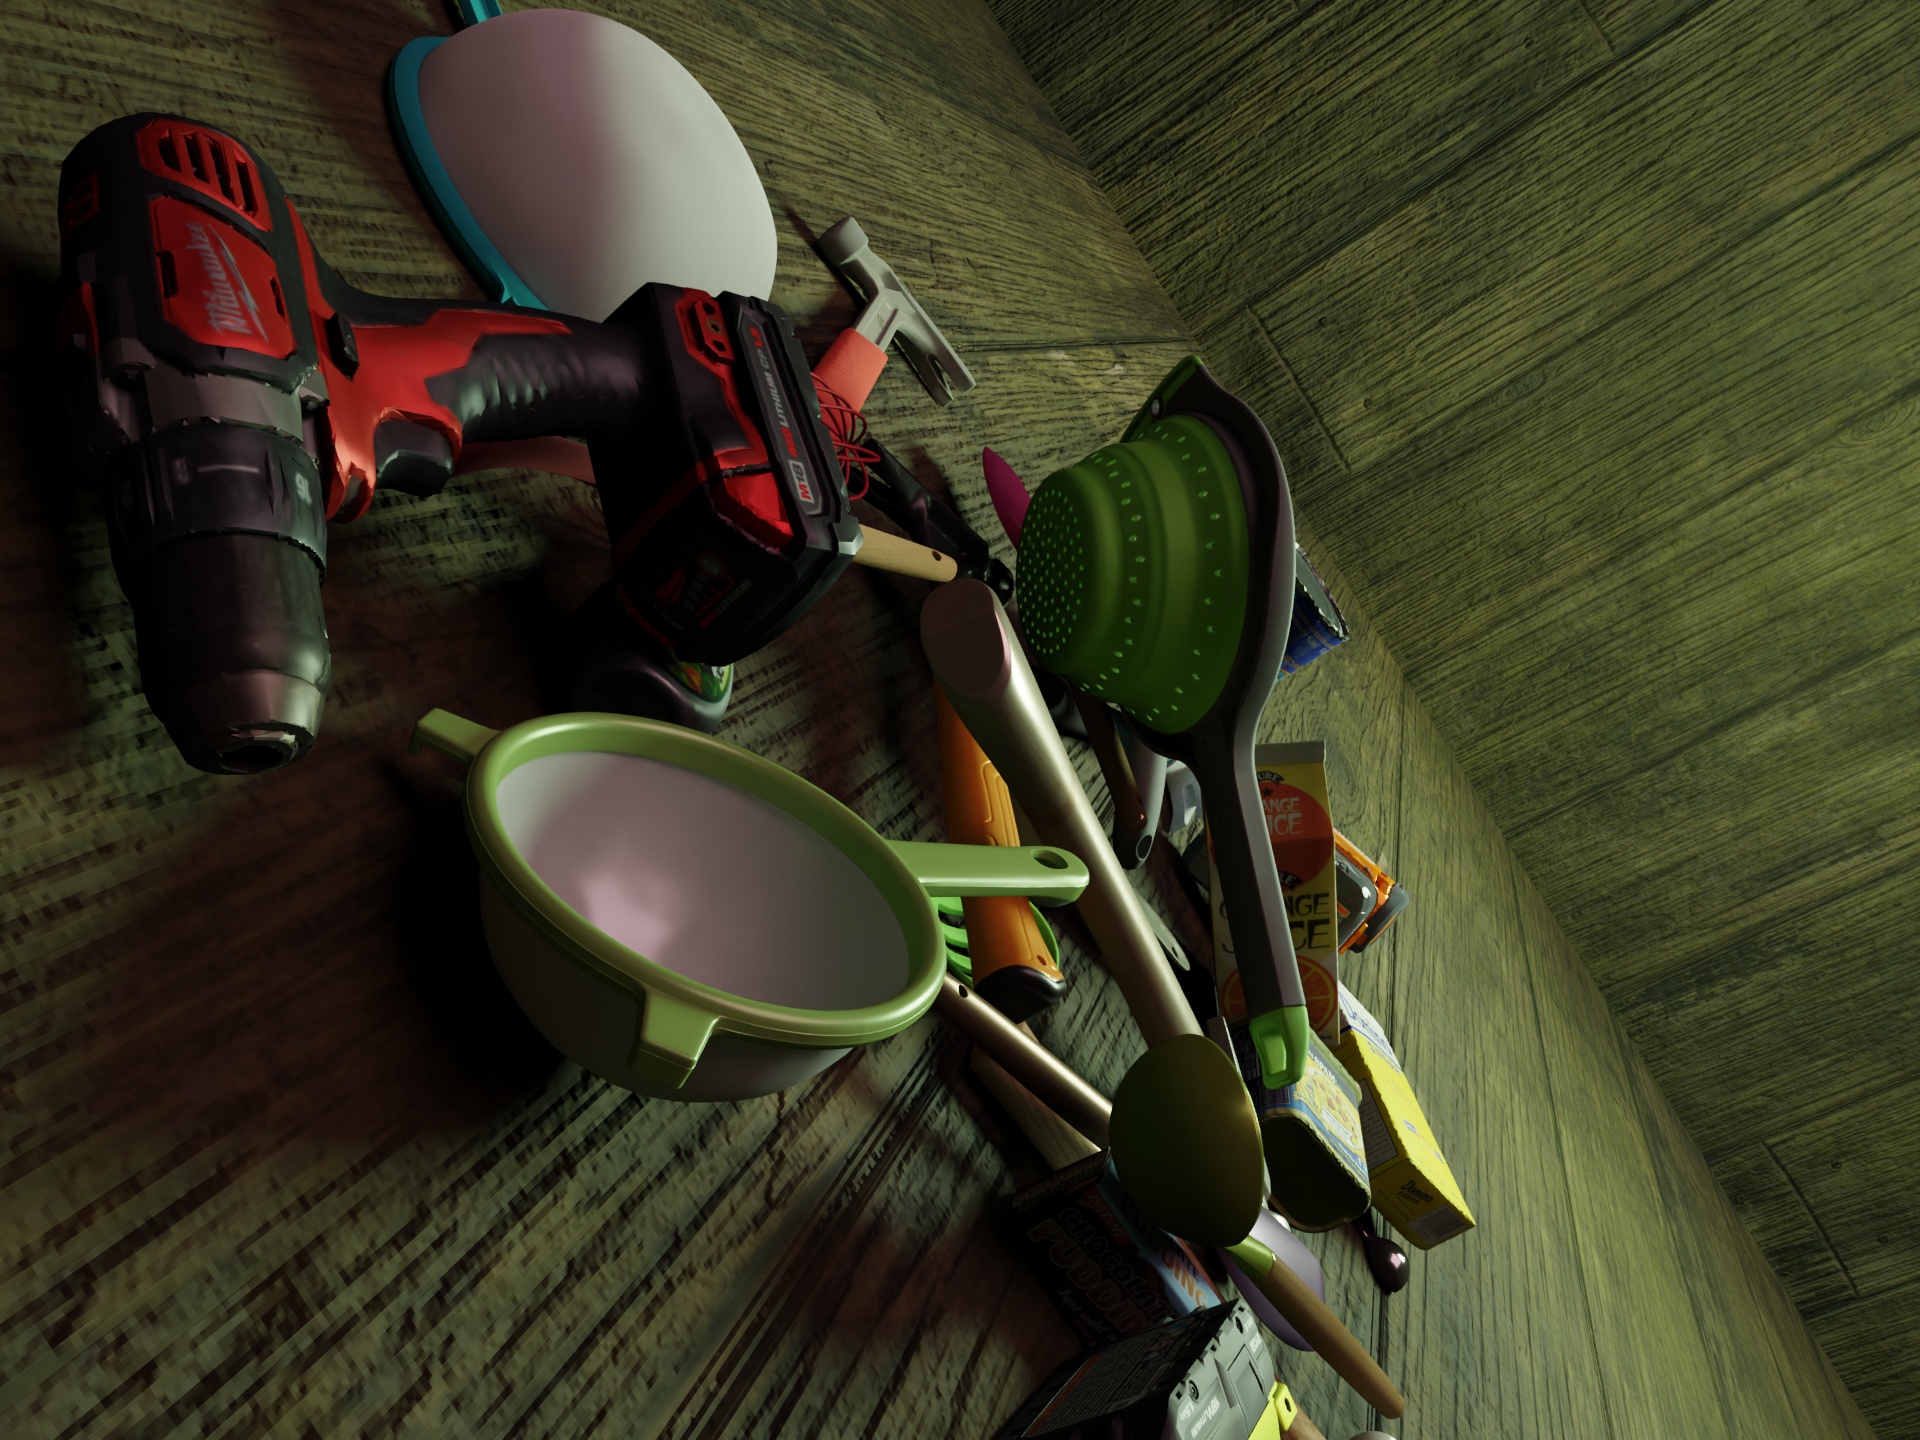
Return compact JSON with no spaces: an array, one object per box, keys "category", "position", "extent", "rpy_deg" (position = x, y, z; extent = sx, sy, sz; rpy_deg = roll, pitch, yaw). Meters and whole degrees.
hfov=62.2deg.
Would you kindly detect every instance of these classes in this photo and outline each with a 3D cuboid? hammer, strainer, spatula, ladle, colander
[{"category":"hammer","position":[-0.001,-0.002,0.750],"extent":[0.127,0.034,0.337],"rpy_deg":[40,26,-35]},{"category":"hammer","position":[0.108,0.267,0.702],"extent":[0.331,0.031,0.130],"rpy_deg":[54,20,-11]},{"category":"hammer","position":[0.082,-0.004,1.021],"extent":[0.330,0.033,0.128],"rpy_deg":[21,41,-58]},{"category":"strainer","position":[-0.050,0.069,0.516],"extent":[0.256,0.069,0.152],"rpy_deg":[6,29,-50]},{"category":"spatula","position":[0.082,0.192,0.679],"extent":[0.315,0.018,0.060],"rpy_deg":[45,34,-32]},{"category":"ladle","position":[-0.115,-0.091,0.610],"extent":[0.315,0.031,0.069],"rpy_deg":[12,54,-44]},{"category":"strainer","position":[-0.179,-0.308,0.761],"extent":[0.211,0.095,0.340],"rpy_deg":[8,55,-64]},{"category":"hammer","position":[0.071,0.090,0.715],"extent":[0.146,0.038,0.410],"rpy_deg":[-99,165,-49]},{"category":"hammer","position":[-0.061,-0.213,0.984],"extent":[0.149,0.036,0.359],"rpy_deg":[51,21,-19]},{"category":"ladle","position":[0.146,0.234,0.680],"extent":[0.319,0.062,0.078],"rpy_deg":[52,4,-40]},{"category":"colander","position":[0.102,-0.004,0.839],"extent":[0.094,0.204,0.397],"rpy_deg":[-1,68,-20]}]

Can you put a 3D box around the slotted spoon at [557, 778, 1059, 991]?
[{"category":"slotted spoon","position":[-0.056,0.062,0.624],"extent":[0.313,0.031,0.070],"rpy_deg":[29,35,-50]}]

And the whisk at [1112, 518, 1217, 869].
[{"category":"whisk","position":[0.121,-0.027,0.976],"extent":[0.055,0.055,0.239],"rpy_deg":[20,78,-59]}]

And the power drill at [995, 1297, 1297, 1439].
[{"category":"power drill","position":[0.098,0.329,0.532],"extent":[0.223,0.080,0.171],"rpy_deg":[66,21,10]}]

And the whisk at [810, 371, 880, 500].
[{"category":"whisk","position":[-0.129,-0.131,0.688],"extent":[0.295,0.073,0.073],"rpy_deg":[-2,63,-59]}]

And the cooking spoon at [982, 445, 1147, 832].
[{"category":"cooking spoon","position":[0.063,-0.060,0.985],"extent":[0.068,0.017,0.319],"rpy_deg":[40,26,-46]}]

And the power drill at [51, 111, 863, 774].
[{"category":"power drill","position":[-0.141,-0.069,0.473],"extent":[0.226,0.080,0.188],"rpy_deg":[5,59,-45]}]

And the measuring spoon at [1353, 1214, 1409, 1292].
[{"category":"measuring spoon","position":[0.250,0.297,1.001],"extent":[0.034,0.018,0.124],"rpy_deg":[10,51,-63]}]

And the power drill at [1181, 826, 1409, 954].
[{"category":"power drill","position":[0.233,0.099,1.139],"extent":[0.164,0.084,0.226],"rpy_deg":[43,12,18]}]

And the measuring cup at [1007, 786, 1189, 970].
[{"category":"measuring cup","position":[0.067,0.090,0.851],"extent":[0.167,0.038,0.083],"rpy_deg":[49,23,-30]}]
